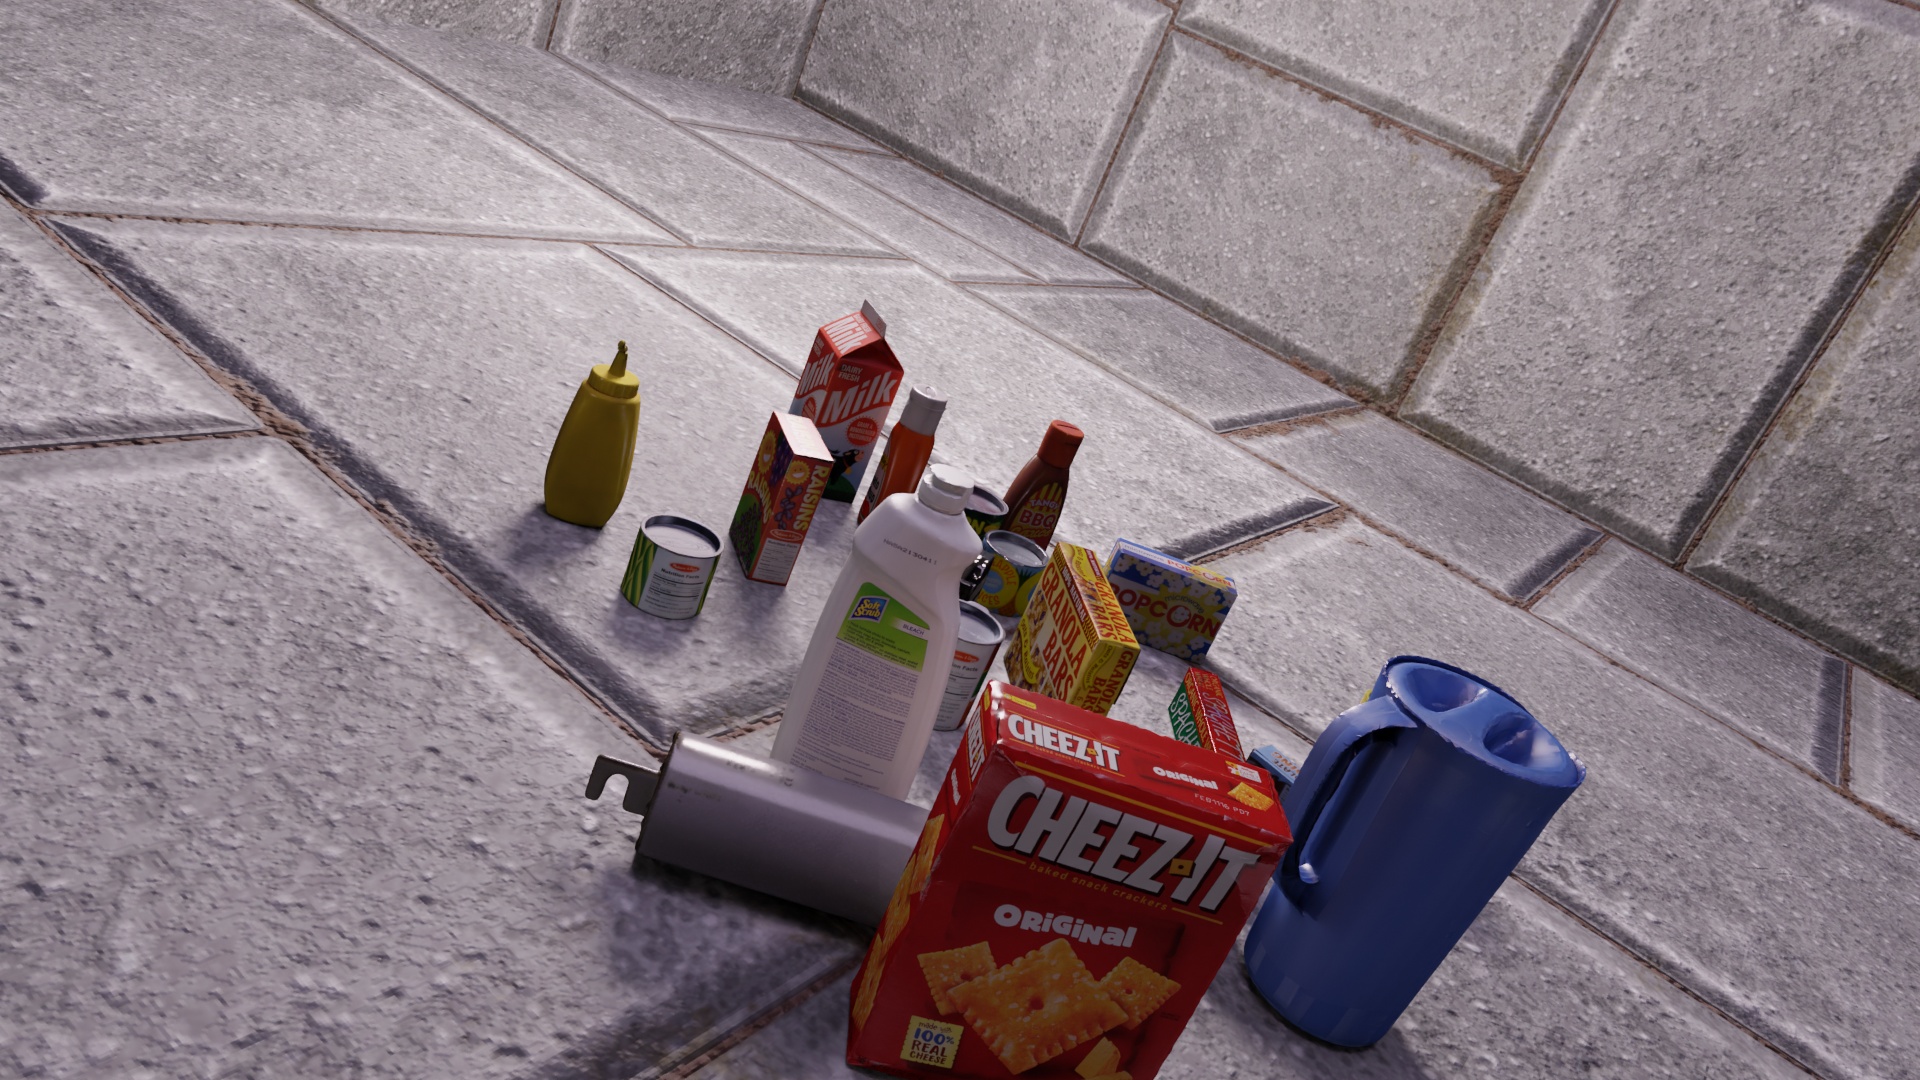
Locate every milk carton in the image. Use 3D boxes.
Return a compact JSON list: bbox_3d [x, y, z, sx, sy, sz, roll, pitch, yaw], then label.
[{"bbox_3d":[-0.115,-0.139,1.362,0.073,0.189,0.072,10,25,-30],"label":"milk carton"}]

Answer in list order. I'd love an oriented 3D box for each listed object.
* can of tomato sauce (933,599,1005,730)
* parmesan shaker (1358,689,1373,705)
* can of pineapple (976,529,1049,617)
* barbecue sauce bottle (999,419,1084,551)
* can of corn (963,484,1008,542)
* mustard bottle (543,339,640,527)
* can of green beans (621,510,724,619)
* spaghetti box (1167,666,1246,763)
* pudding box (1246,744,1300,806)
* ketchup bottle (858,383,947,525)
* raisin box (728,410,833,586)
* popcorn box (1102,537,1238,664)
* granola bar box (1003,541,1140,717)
[{"bbox_3d":[-0.011,0.095,1.078,0.071,0.082,0.071,20,22,-8],"label":"can of tomato sauce"},{"bbox_3d":[0.355,0.188,1.196,0.071,0.102,0.071,20,22,-8],"label":"parmesan shaker"},{"bbox_3d":[0.042,0.031,1.306,0.071,0.057,0.071,20,22,-8],"label":"can of pineapple"},{"bbox_3d":[0.080,-0.049,1.404,0.065,0.148,0.044,10,26,-31],"label":"barbecue sauce bottle"},{"bbox_3d":[0.005,-0.017,1.379,0.071,0.058,0.071,20,22,-8],"label":"can of corn"},{"bbox_3d":[-0.290,-0.090,1.123,0.065,0.159,0.049,16,23,-17],"label":"mustard bottle"},{"bbox_3d":[-0.223,0.020,1.075,0.071,0.057,0.071,20,22,-8],"label":"can of green beans"},{"bbox_3d":[0.207,0.184,1.131,0.029,0.050,0.251,20,22,-9],"label":"spaghetti box"},{"bbox_3d":[0.265,0.210,1.128,0.030,0.049,0.084,-2,33,-47],"label":"pudding box"},{"bbox_3d":[-0.054,-0.077,1.337,0.043,0.148,0.065,17,23,-15],"label":"ketchup bottle"},{"bbox_3d":[-0.153,-0.036,1.183,0.040,0.123,0.086,12,24,-26],"label":"raisin box"},{"bbox_3d":[0.195,0.059,1.355,0.127,0.085,0.038,20,22,-8],"label":"popcorn box"},{"bbox_3d":[0.087,0.093,1.123,0.039,0.123,0.166,17,23,-16],"label":"granola bar box"}]
